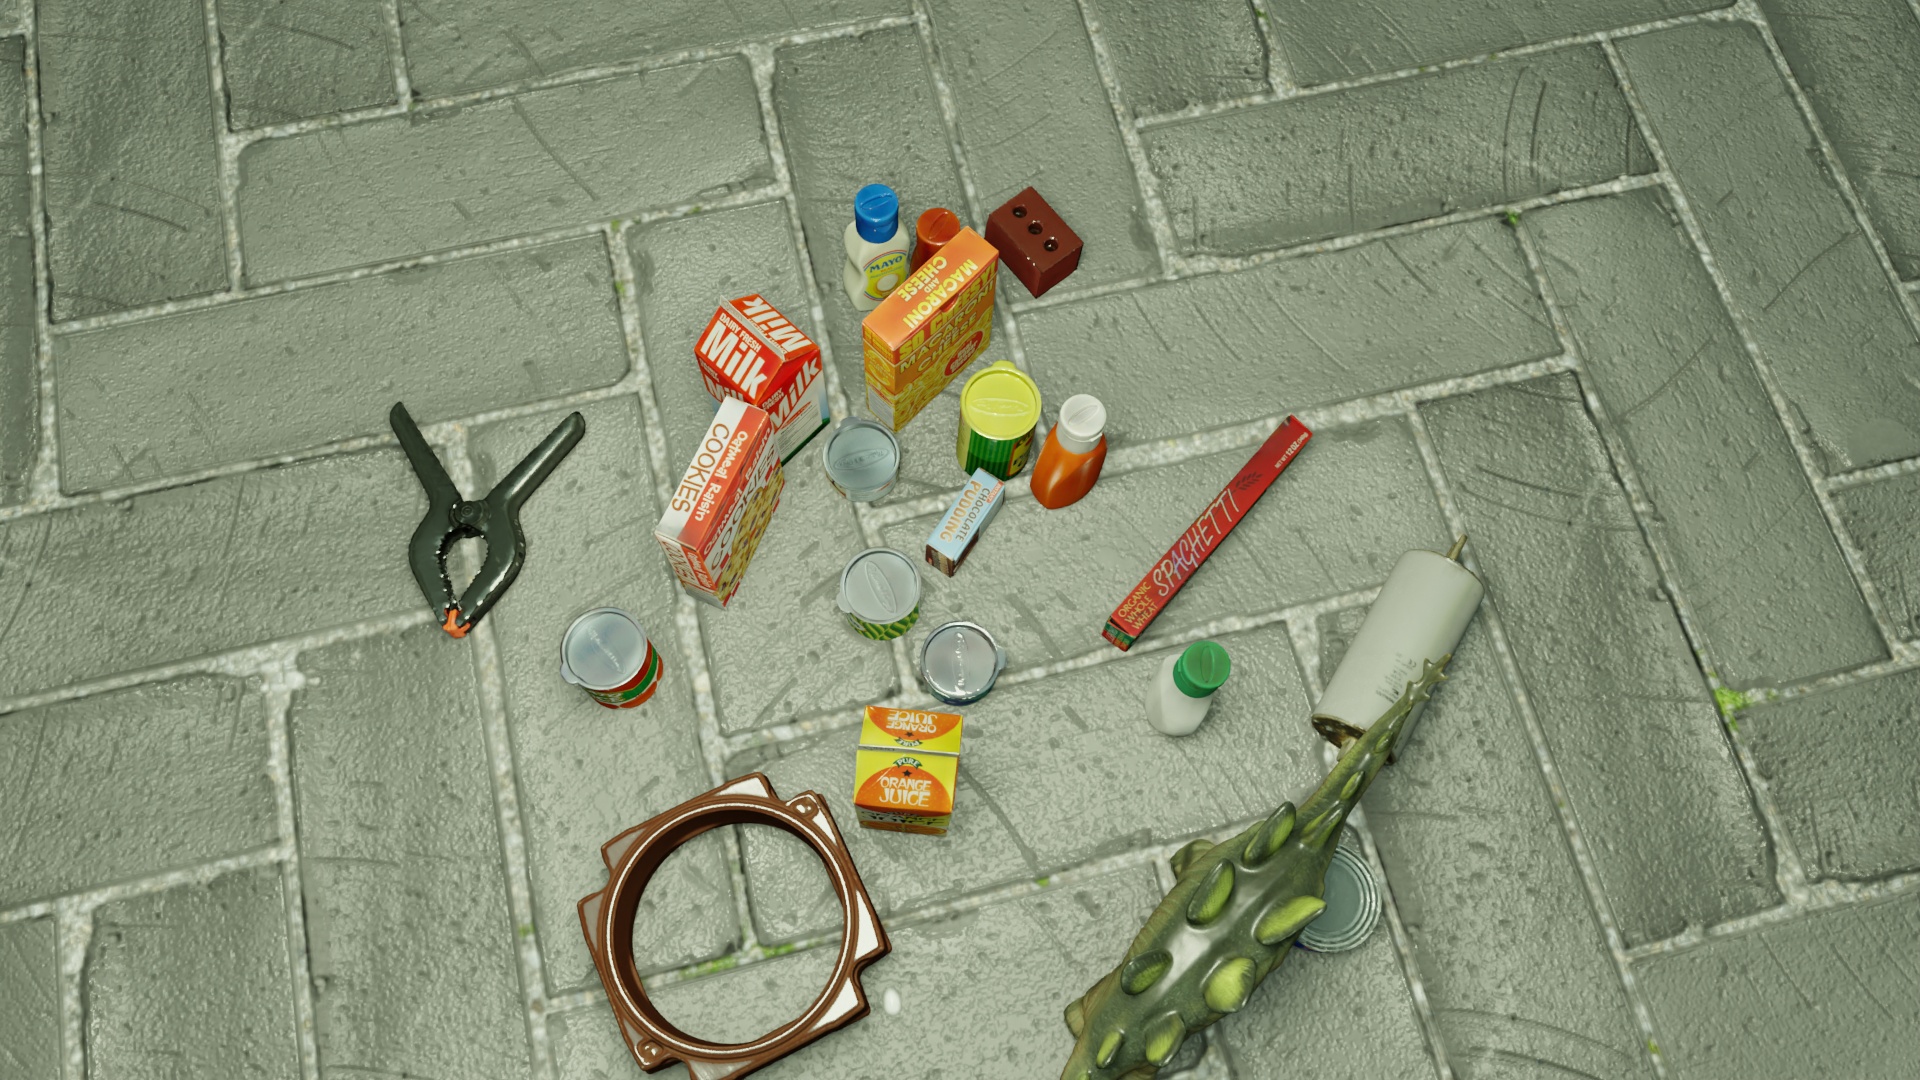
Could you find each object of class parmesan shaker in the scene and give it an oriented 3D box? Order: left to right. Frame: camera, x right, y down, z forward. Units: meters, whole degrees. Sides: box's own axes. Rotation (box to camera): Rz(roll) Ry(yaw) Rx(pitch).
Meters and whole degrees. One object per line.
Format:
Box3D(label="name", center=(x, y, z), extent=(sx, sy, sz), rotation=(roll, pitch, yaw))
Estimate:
Box3D(label="parmesan shaker", center=(0.031, -0.099, 1.178), extent=(0.071, 0.102, 0.071), rotation=(1, 72, -2))

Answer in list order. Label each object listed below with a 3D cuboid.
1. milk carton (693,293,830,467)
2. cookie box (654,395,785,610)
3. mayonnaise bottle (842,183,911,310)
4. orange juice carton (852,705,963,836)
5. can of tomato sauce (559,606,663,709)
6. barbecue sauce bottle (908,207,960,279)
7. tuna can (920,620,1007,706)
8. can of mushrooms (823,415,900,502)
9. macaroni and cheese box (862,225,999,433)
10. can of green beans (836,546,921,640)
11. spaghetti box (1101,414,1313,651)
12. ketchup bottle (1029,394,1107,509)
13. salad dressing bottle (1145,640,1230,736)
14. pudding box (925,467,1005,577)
Box3D(label="milk carton", center=(-0.161, -0.133, 1.136), extent=(0.072, 0.190, 0.073), rotation=(42, 75, 11))
Box3D(label="cookie box", center=(-0.186, -0.025, 1.110), extent=(0.040, 0.167, 0.123), rotation=(22, 72, 5))
Box3D(label="mayonnaise bottle", center=(-0.072, -0.253, 1.203), extent=(0.065, 0.147, 0.041), rotation=(-22, 74, -9))
Box3D(label="orange juice carton", center=(-0.039, 0.172, 1.036), extent=(0.072, 0.192, 0.073), rotation=(6, 72, 0))
Box3D(label="can of tomato sauce", center=(-0.278, 0.097, 1.109), extent=(0.071, 0.083, 0.071), rotation=(1, 71, -2))
Box3D(label="barbecue sauce bottle", center=(-0.020, -0.232, 1.197), extent=(0.044, 0.148, 0.065), rotation=(31, 73, 8))
Box3D(label="tuna can", center=(0.002, 0.102, 1.145), extent=(0.071, 0.032, 0.071), rotation=(1, 71, -2))
Box3D(label="can of mushrooms", center=(-0.085, -0.070, 1.200), extent=(0.071, 0.033, 0.071), rotation=(1, 71, -2))
Box3D(label="macaroni and cheese box", center=(-0.025, -0.173, 1.168), extent=(0.040, 0.166, 0.124), rotation=(42, 75, 11))
Box3D(label="can of green beans", center=(-0.065, 0.045, 1.149), extent=(0.071, 0.057, 0.071), rotation=(1, 71, -2))
Box3D(label="spaghetti box", center=(0.210, -0.006, 1.182), extent=(0.029, 0.050, 0.251), rotation=(40, 74, 10))
Box3D(label="ketchup bottle", center=(0.094, -0.074, 1.148), extent=(0.065, 0.148, 0.043), rotation=(-34, 76, -12))
Box3D(label="salad dressing bottle", center=(0.178, 0.114, 1.088), extent=(0.044, 0.147, 0.064), rotation=(5, 72, -1))
Box3D(label="pudding box", center=(0.004, -0.015, 1.176), extent=(0.030, 0.049, 0.084), rotation=(32, 73, 8))
